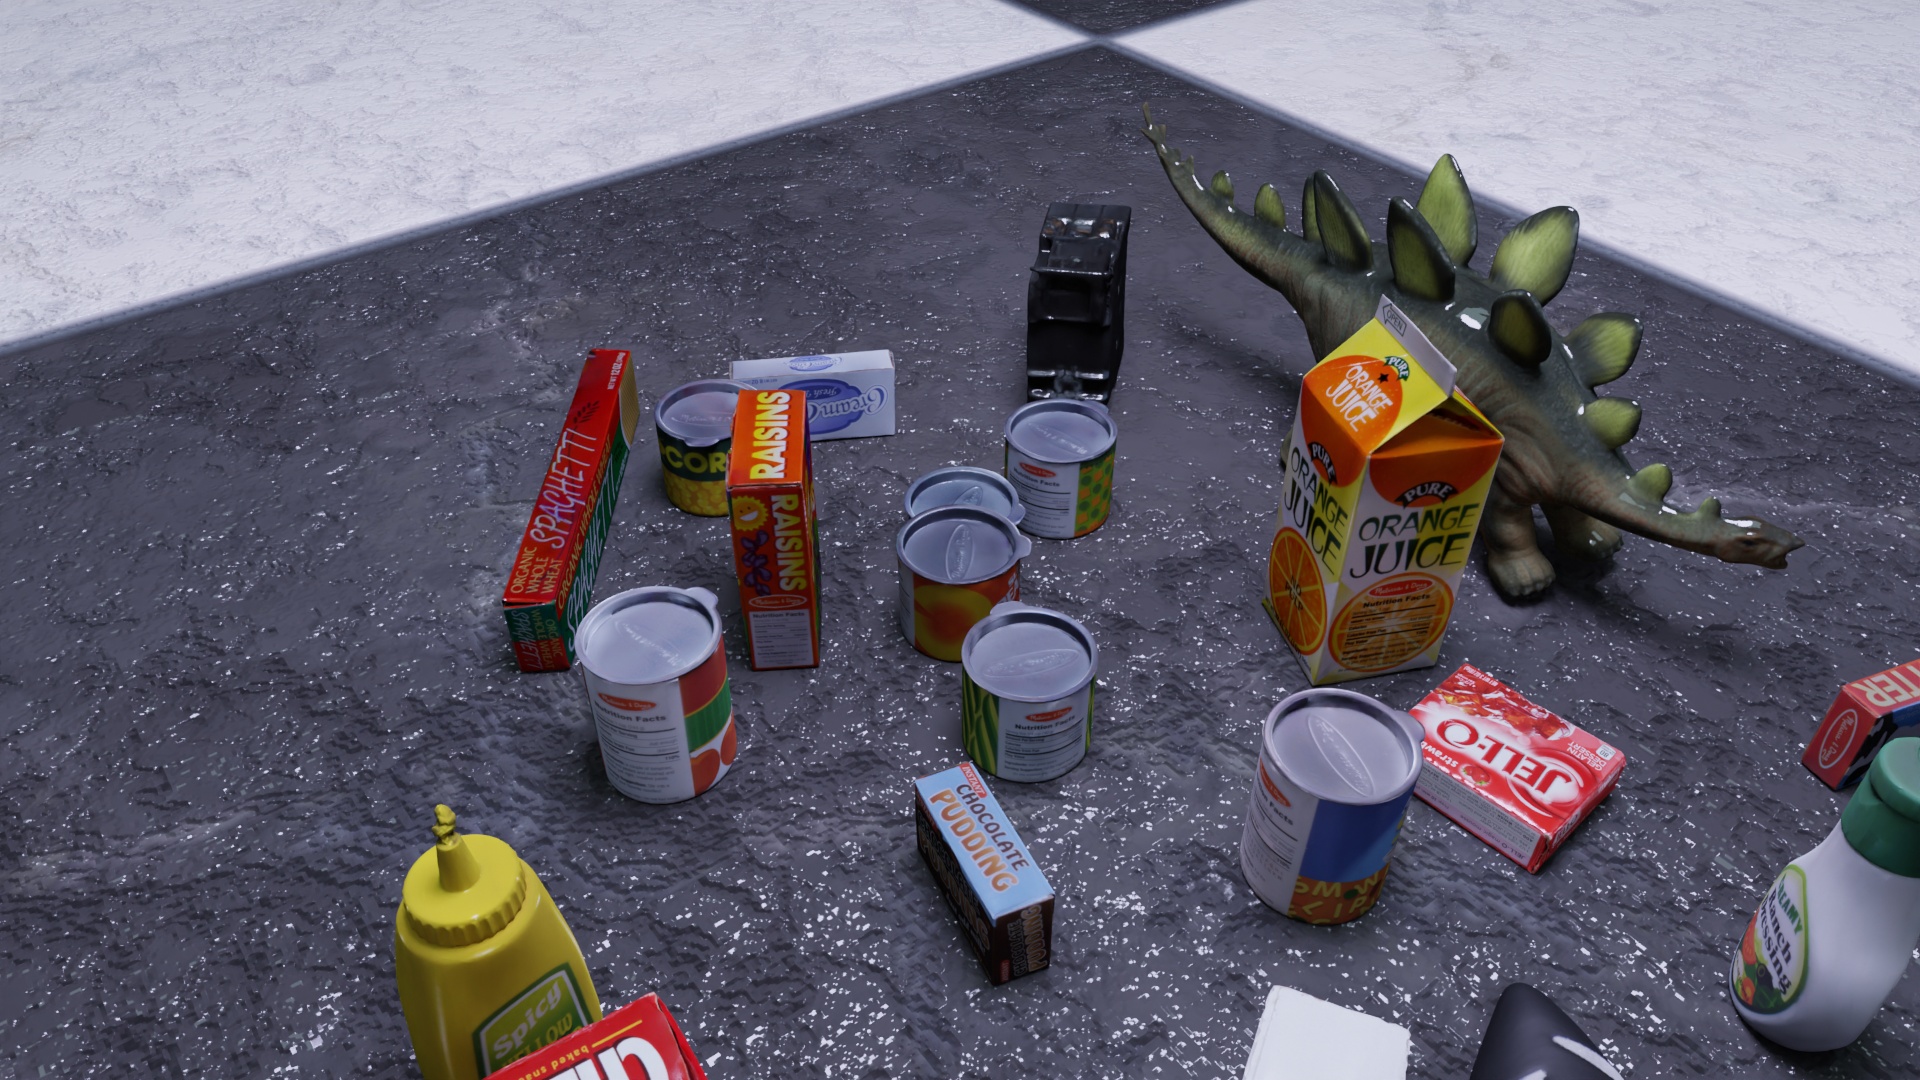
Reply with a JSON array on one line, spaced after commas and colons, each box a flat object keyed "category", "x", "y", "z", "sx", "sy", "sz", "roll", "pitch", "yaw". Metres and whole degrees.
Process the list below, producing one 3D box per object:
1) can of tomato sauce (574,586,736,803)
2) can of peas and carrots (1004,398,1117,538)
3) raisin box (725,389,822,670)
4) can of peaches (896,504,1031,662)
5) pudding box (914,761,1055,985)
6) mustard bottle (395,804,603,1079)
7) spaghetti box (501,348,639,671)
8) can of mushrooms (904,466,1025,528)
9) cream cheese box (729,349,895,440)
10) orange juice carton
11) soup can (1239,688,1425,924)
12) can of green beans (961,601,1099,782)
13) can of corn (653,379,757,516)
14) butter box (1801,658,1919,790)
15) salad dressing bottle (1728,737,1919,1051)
[{"category": "can of tomato sauce", "x": -0.142, "y": 0.073, "z": 0.664, "sx": 0.071, "sy": 0.082, "sz": 0.071, "roll": 0, "pitch": 39, "yaw": 0}, {"category": "can of peas and carrots", "x": 0.060, "y": -0.044, "z": 0.831, "sx": 0.071, "sy": 0.058, "sz": 0.071, "roll": 0, "pitch": 39, "yaw": 0}, {"category": "raisin box", "x": -0.096, "y": -0.006, "z": 0.730, "sx": 0.040, "sy": 0.122, "sz": 0.086, "roll": -2, "pitch": 39, "yaw": -3}, {"category": "can of peaches", "x": 0.002, "y": 0.023, "z": 0.747, "sx": 0.071, "sy": 0.057, "sz": 0.071, "roll": 0, "pitch": 39, "yaw": 0}, {"category": "pudding box", "x": 0.010, "y": 0.143, "z": 0.605, "sx": 0.030, "sy": 0.049, "sz": 0.084, "roll": -16, "pitch": 42, "yaw": -19}, {"category": "mustard bottle", "x": -0.171, "y": 0.154, "z": 0.502, "sx": 0.049, "sy": 0.159, "sz": 0.065, "roll": 29, "pitch": 47, "yaw": 31}, {"category": "spaghetti box", "x": -0.223, "y": -0.026, "z": 0.813, "sx": 0.029, "sy": 0.049, "sz": 0.251, "roll": -1, "pitch": 39, "yaw": -1}, {"category": "can of mushrooms", "x": 0.003, "y": -0.010, "z": 0.808, "sx": 0.071, "sy": 0.033, "sz": 0.071, "roll": 0, "pitch": 39, "yaw": 0}, {"category": "cream cheese box", "x": -0.094, "y": -0.091, "z": 0.891, "sx": 0.104, "sy": 0.053, "sz": 0.024, "roll": -6, "pitch": 39, "yaw": -7}, {"category": "orange juice carton", "x": 0.211, "y": -0.023, "z": 0.700, "sx": 0.073, "sy": 0.191, "sz": 0.072, "roll": -8, "pitch": 40, "yaw": -10}, {"category": "soup can", "x": 0.164, "y": 0.117, "z": 0.612, "sx": 0.071, "sy": 0.083, "sz": 0.072, "roll": 0, "pitch": 39, "yaw": 0}, {"category": "can of green beans", "x": 0.033, "y": 0.076, "z": 0.683, "sx": 0.071, "sy": 0.057, "sz": 0.071, "roll": 0, "pitch": 39, "yaw": 0}, {"category": "can of corn", "x": -0.149, "y": -0.055, "z": 0.842, "sx": 0.071, "sy": 0.058, "sz": 0.071, "roll": 0, "pitch": 39, "yaw": 0}, {"category": "butter box", "x": 0.467, "y": 0.084, "z": 0.681, "sx": 0.104, "sy": 0.052, "sz": 0.024, "roll": -14, "pitch": 41, "yaw": -17}, {"category": "salad dressing bottle", "x": 0.346, "y": 0.138, "z": 0.537, "sx": 0.044, "sy": 0.146, "sz": 0.064, "roll": 10, "pitch": 40, "yaw": 11}]
